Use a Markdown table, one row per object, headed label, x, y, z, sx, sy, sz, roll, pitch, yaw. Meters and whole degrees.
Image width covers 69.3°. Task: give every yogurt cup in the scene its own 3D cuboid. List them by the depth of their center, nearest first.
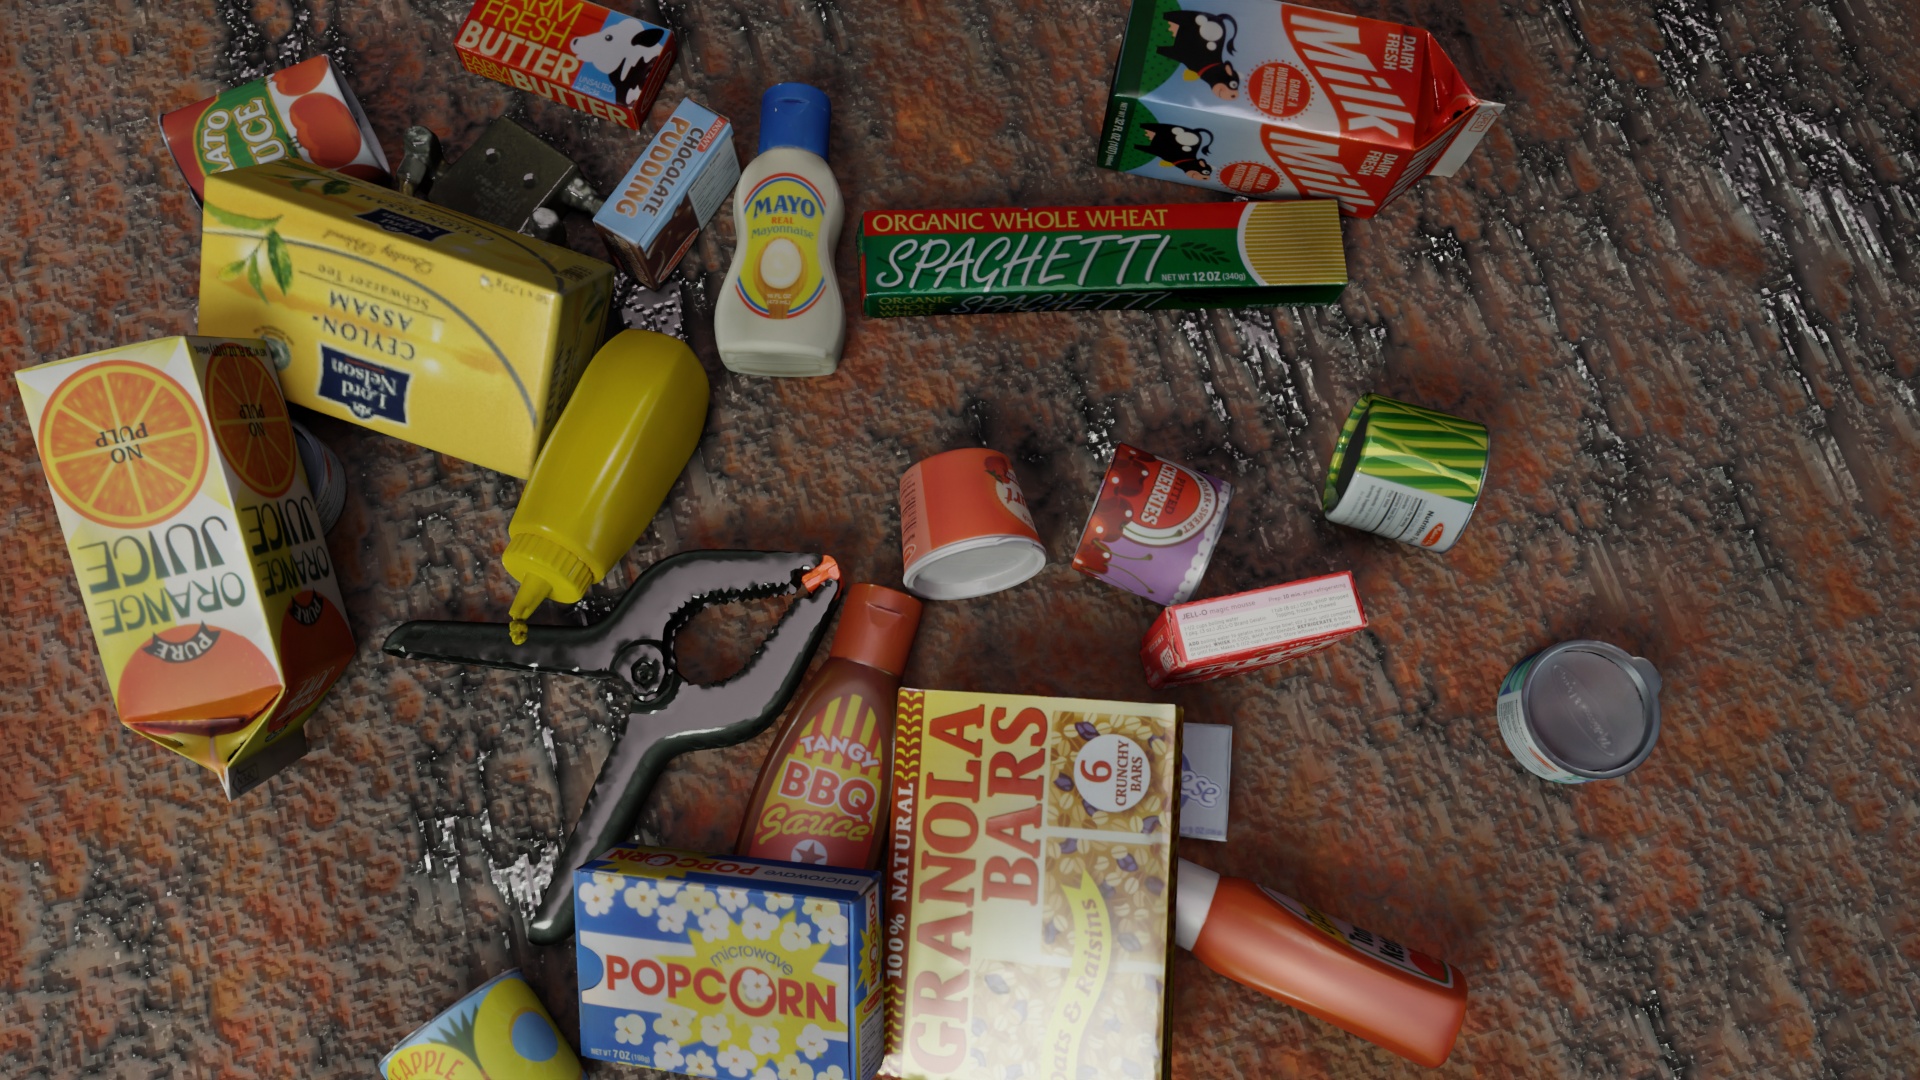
| label | x | y | z | sx | sy | sz | roll | pitch | yaw |
| --- | --- | --- | --- | --- | --- | --- | --- | --- | --- |
| yogurt cup | 0.002 | -0.008 | 0.657 | 0.072 | 0.072 | 0.054 | -10 | 68 | -5 |

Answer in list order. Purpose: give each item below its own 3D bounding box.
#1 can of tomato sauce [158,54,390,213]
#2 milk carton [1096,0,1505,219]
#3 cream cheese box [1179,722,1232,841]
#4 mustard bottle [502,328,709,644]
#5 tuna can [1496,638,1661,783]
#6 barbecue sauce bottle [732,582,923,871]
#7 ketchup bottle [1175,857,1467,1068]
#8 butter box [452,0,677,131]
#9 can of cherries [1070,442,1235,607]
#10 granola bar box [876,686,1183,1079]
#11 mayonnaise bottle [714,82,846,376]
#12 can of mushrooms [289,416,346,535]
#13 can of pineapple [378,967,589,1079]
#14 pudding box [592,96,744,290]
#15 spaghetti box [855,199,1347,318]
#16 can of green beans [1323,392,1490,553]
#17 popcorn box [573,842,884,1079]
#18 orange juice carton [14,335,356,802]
| label | x | y | z | sx | sy | sz | roll | pitch | yaw |
| --- | --- | --- | --- | --- | --- | --- | --- | --- | --- |
| can of tomato sauce | -0.338 | -0.195 | 0.689 | 0.083 | 0.071 | 0.071 | -26 | 78 | -9 |
| milk carton | 0.173 | -0.223 | 0.717 | 0.191 | 0.072 | 0.073 | 12 | 75 | 0 |
| cream cheese box | 0.073 | 0.110 | 0.647 | 0.104 | 0.024 | 0.053 | 4 | 75 | -1 |
| mustard bottle | -0.169 | -0.023 | 0.638 | 0.049 | 0.065 | 0.161 | 14 | 60 | 16 |
| tuna can | 0.295 | 0.080 | 0.661 | 0.071 | 0.032 | 0.071 | 1 | 75 | -2 |
| barbecue sauce bottle | -0.055 | 0.094 | 0.636 | 0.065 | 0.043 | 0.149 | 18 | 74 | -3 |
| ketchup bottle | 0.143 | 0.181 | 0.614 | 0.149 | 0.064 | 0.043 | 21 | 89 | 12 |
| butter box | -0.208 | -0.260 | 0.735 | 0.103 | 0.024 | 0.053 | 20 | 74 | 3 |
| can of cherries | 0.090 | -0.008 | 0.656 | 0.058 | 0.071 | 0.071 | 22 | 75 | 4 |
| granola bar box | 0.031 | 0.150 | 0.602 | 0.124 | 0.039 | 0.165 | 2 | 82 | 15 |
| mayonnaise bottle | -0.088 | -0.158 | 0.704 | 0.065 | 0.041 | 0.148 | 2 | 75 | 0 |
| can of mushrooms | -0.334 | -0.026 | 0.662 | 0.071 | 0.033 | 0.071 | 1 | 76 | -2 |
| can of pineapple | -0.200 | 0.224 | 0.582 | 0.071 | 0.071 | 0.058 | -36 | 80 | -11 |
| pudding box | -0.146 | -0.175 | 0.702 | 0.030 | 0.049 | 0.084 | 30 | 76 | 7 |
| spaghetti box | 0.072 | -0.145 | 0.714 | 0.250 | 0.028 | 0.050 | -2 | 74 | -3 |
| can of green beans | 0.214 | -0.033 | 0.671 | 0.058 | 0.071 | 0.071 | 17 | 75 | 3 |
| popcorn box | -0.096 | 0.178 | 0.582 | 0.127 | 0.038 | 0.085 | 2 | 99 | 17 |
| orange juice carton | -0.325 | 0.012 | 0.602 | 0.073 | 0.072 | 0.192 | -13 | 96 | 1 |
